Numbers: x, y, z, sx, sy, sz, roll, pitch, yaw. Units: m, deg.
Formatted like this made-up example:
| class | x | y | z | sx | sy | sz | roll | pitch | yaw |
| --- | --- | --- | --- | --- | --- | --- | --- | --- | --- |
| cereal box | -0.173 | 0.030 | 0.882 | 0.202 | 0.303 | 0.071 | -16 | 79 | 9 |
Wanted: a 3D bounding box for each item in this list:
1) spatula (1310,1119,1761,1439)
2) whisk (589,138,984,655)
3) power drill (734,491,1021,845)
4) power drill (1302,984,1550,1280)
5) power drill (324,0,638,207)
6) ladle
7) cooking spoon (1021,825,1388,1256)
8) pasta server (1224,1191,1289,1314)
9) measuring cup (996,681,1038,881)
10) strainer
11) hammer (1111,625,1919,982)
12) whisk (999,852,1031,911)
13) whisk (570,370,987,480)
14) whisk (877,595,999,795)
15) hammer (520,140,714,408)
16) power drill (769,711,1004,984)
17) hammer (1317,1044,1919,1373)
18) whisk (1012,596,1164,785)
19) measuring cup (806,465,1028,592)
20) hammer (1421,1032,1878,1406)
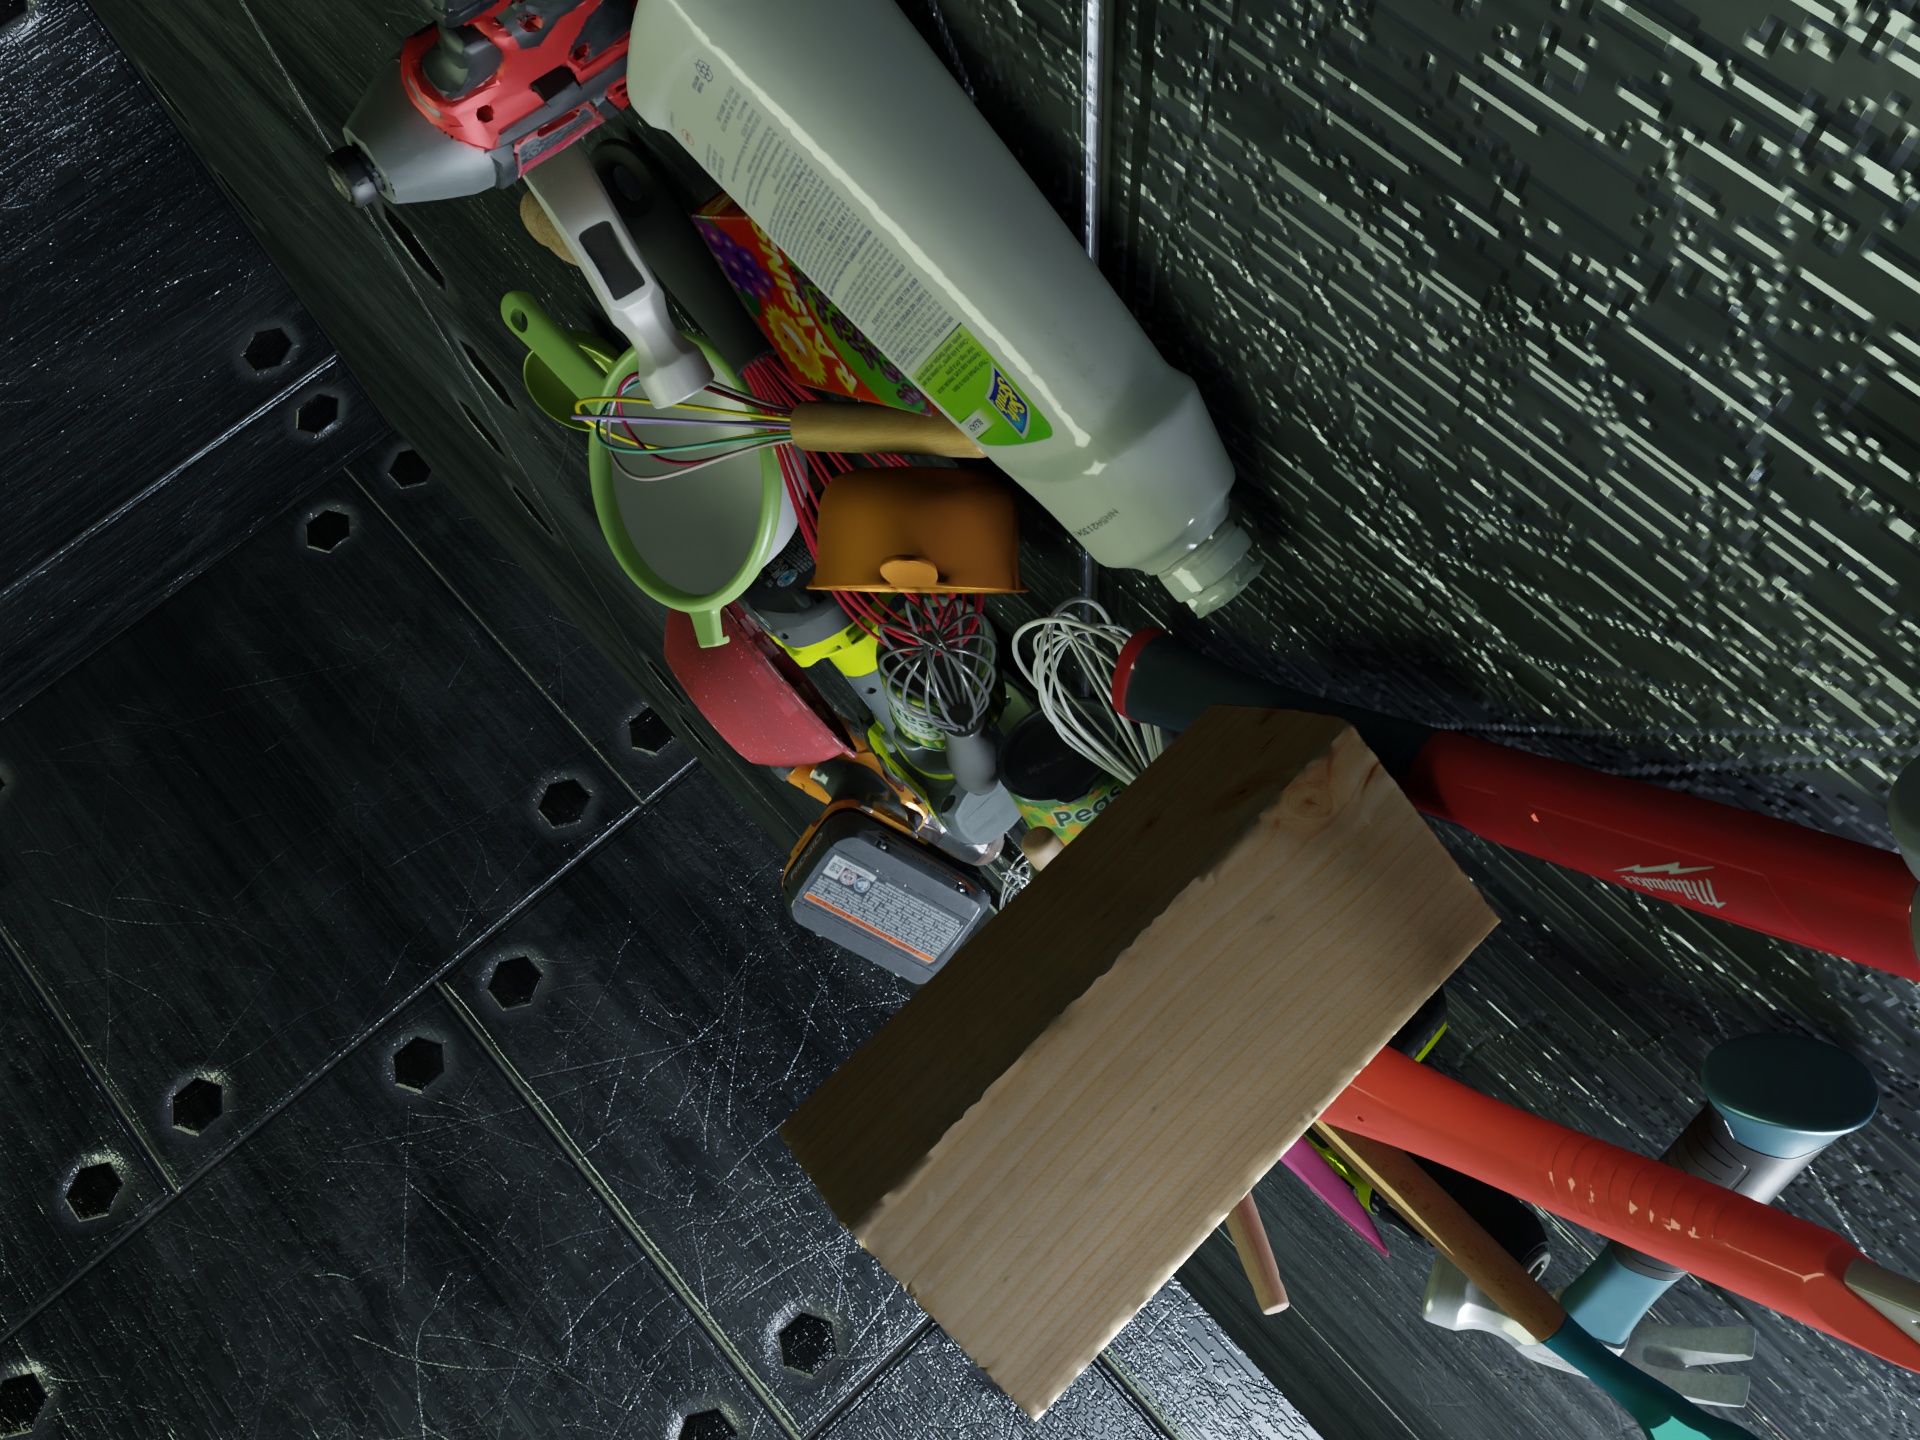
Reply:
| class | x | y | z | sx | sy | sz | roll | pitch | yaw |
| --- | --- | --- | --- | --- | --- | --- | --- | --- | --- |
| spatula | 0.201 | 0.216 | 0.601 | 0.318 | 0.044 | 0.082 | 43 | 132 | 13 |
| whisk | -0.086 | -0.156 | 0.764 | 0.296 | 0.073 | 0.073 | 54 | 167 | -1 |
| power drill | -0.059 | -0.035 | 0.984 | 0.171 | 0.080 | 0.223 | 41 | 169 | 50 |
| power drill | 0.185 | 0.168 | 0.752 | 0.191 | 0.080 | 0.228 | 38 | 166 | 42 |
| power drill | -0.155 | -0.246 | 0.531 | 0.078 | 0.143 | 0.220 | 53 | 165 | -7 |
| ladle | -0.186 | -0.188 | 1.012 | 0.320 | 0.062 | 0.078 | 32 | 158 | 45 |
| cooking spoon | 0.113 | 0.147 | 0.689 | 0.318 | 0.017 | 0.069 | 50 | 172 | -33 |
| pasta server | 0.100 | 0.155 | 0.836 | 0.060 | 0.040 | 0.317 | 52 | -164 | -56 |
| measuring cup | 0.060 | 0.042 | 0.859 | 0.038 | 0.083 | 0.168 | 41 | -166 | -49 |
| strainer | -0.167 | -0.171 | 0.899 | 0.257 | 0.069 | 0.151 | 44 | 125 | 26 |
| hammer | 0.166 | 0.031 | 0.495 | 0.143 | 0.038 | 0.386 | 53 | 167 | -24 |
| whisk | 0.123 | 0.154 | 0.983 | 0.285 | 0.070 | 0.070 | 30 | 158 | 43 |
| whisk | -0.082 | -0.131 | 0.707 | 0.245 | 0.051 | 0.047 | 9 | 138 | 36 |
| whisk | -0.003 | -0.002 | 0.777 | 0.055 | 0.055 | 0.238 | 45 | 172 | 17 |
| hammer | -0.194 | -0.245 | 0.796 | 0.130 | 0.031 | 0.332 | 62 | 173 | -27 |
| power drill | -0.039 | 0.084 | 1.079 | 0.185 | 0.084 | 0.226 | 30 | -164 | -19 |
| hammer | 0.232 | 0.157 | 0.451 | 0.149 | 0.037 | 0.359 | 52 | 161 | -23 |
| whisk | 0.090 | 0.031 | 0.741 | 0.059 | 0.058 | 0.246 | 0 | 143 | 33 |
| measuring cup | -0.018 | -0.079 | 0.637 | 0.173 | 0.095 | 0.052 | -71 | -18 | -89 |
| hammer | 0.258 | 0.193 | 0.591 | 0.128 | 0.033 | 0.330 | 15 | 149 | 17 |
